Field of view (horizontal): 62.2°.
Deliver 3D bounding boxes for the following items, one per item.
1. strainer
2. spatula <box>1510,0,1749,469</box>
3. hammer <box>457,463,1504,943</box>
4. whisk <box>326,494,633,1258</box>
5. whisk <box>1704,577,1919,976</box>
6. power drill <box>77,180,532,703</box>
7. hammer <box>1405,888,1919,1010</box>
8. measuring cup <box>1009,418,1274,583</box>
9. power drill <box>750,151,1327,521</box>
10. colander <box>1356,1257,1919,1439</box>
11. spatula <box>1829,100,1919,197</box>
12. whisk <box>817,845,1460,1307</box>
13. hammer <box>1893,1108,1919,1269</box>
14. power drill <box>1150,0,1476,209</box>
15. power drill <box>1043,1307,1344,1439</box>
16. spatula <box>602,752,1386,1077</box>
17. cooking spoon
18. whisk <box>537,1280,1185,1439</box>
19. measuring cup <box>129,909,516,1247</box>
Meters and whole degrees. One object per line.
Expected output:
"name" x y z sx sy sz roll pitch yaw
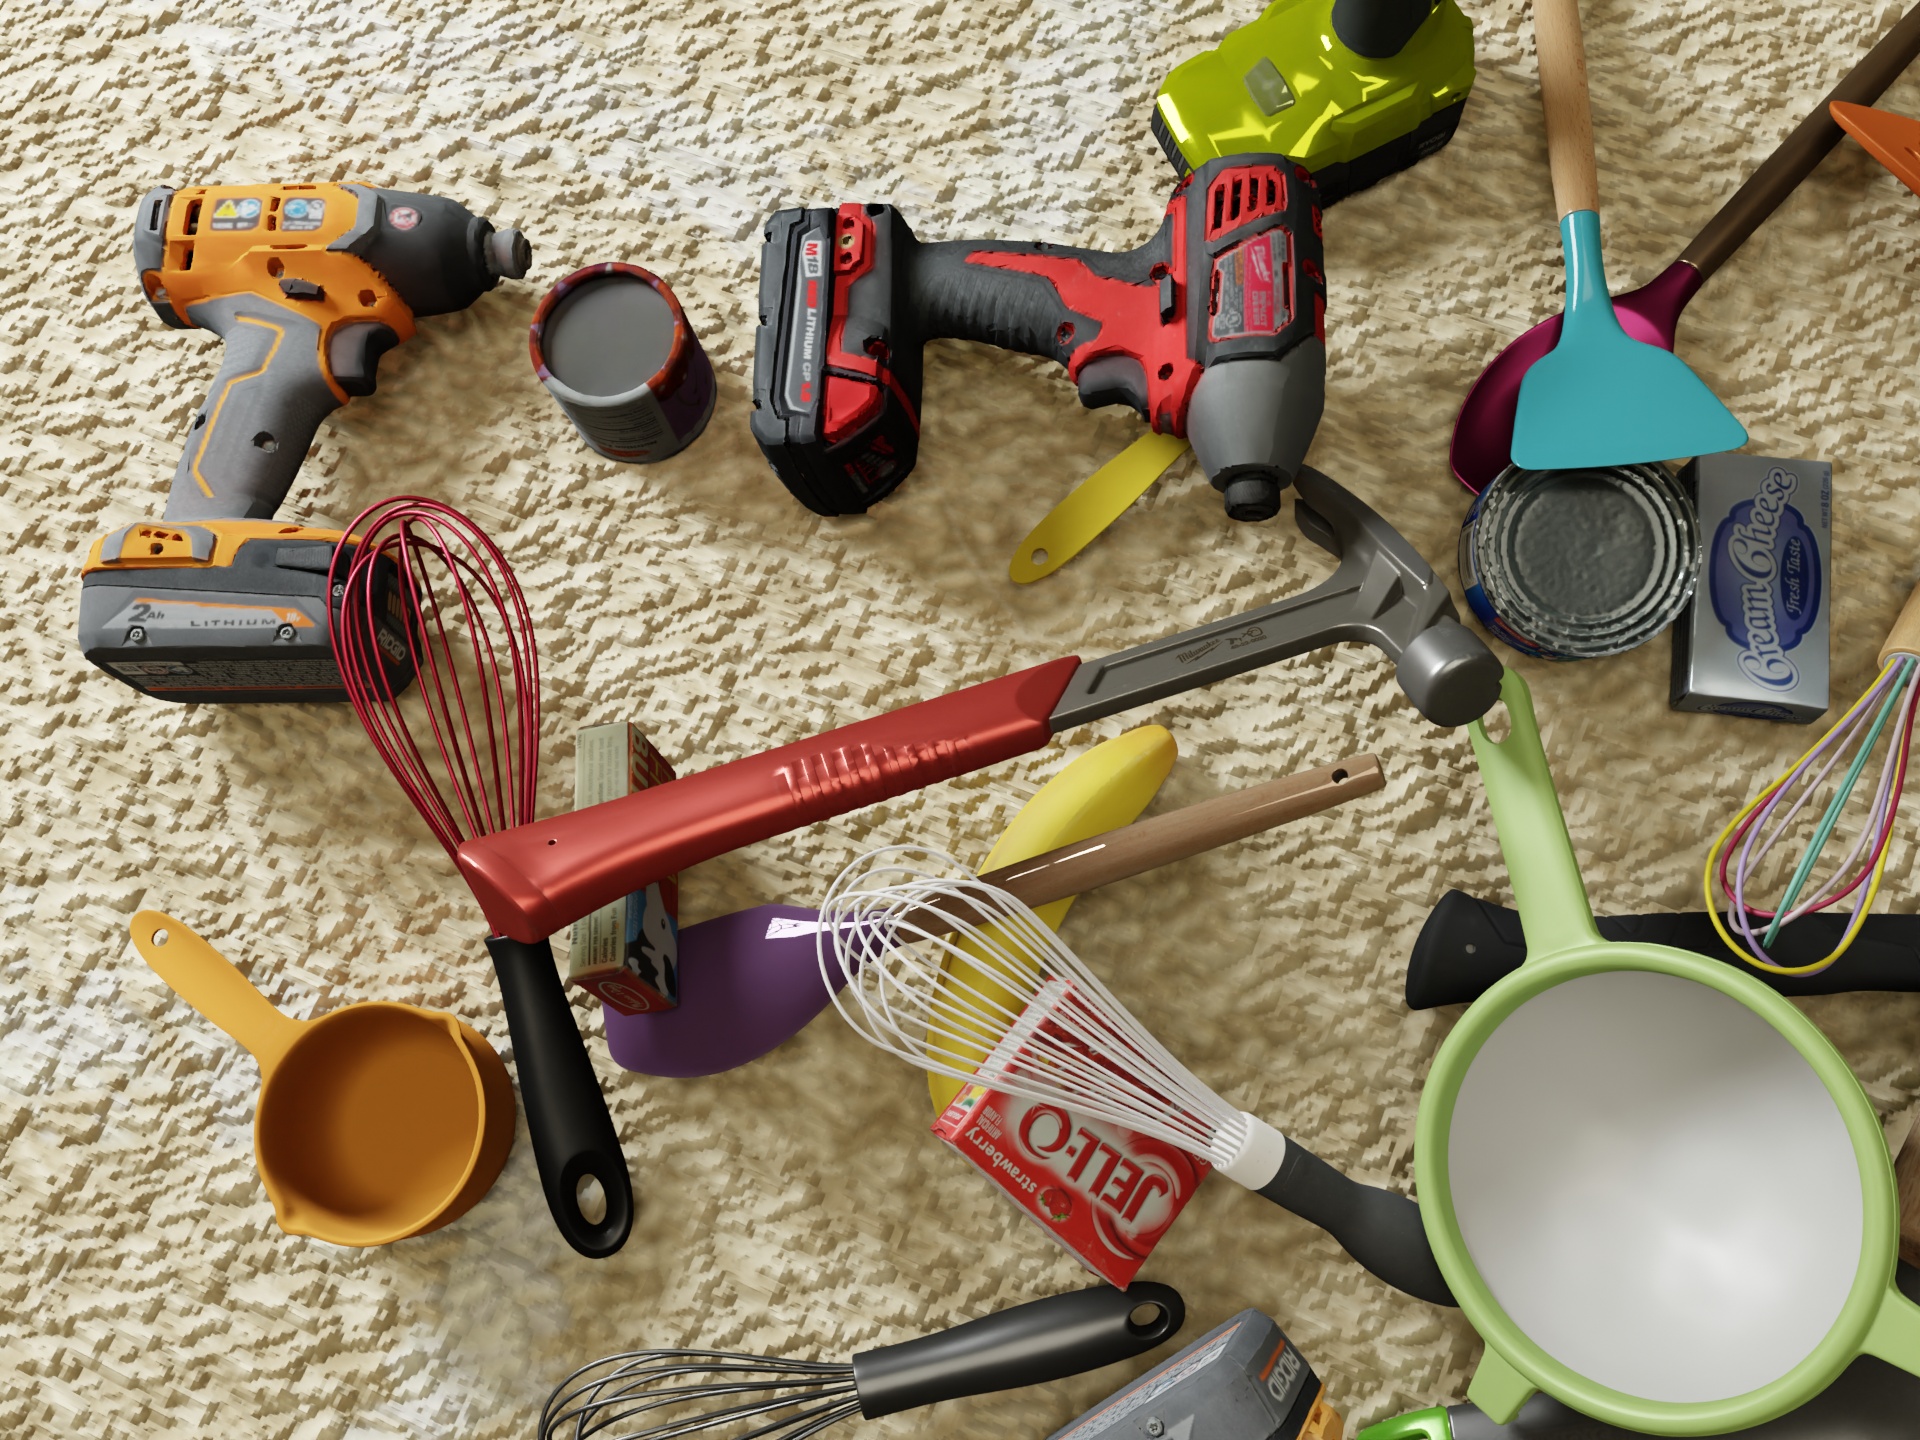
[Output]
"strainer" 0.226 0.103 0.545 0.151 0.069 0.257 -28 60 38
"spatula" 0.257 -0.235 0.659 0.082 0.044 0.318 -4 69 15
"hammer" -0.001 -0.002 0.577 0.359 0.036 0.149 -18 38 -6
"whisk" -0.171 0.060 0.594 0.073 0.073 0.296 -15 93 1
"whisk" 0.337 -0.007 0.583 0.047 0.051 0.245 19 59 40
"power drill" -0.269 -0.125 0.668 0.164 0.084 0.227 -1 72 3
"hammer" 0.334 0.091 0.583 0.335 0.035 0.146 -2 75 4
"measuring cup" 0.084 -0.107 0.665 0.156 0.029 0.062 -40 70 5
"power drill" 0.034 -0.143 0.633 0.219 0.078 0.143 -2 75 12
"colander" 0.335 0.229 0.524 0.397 0.094 0.205 -17 52 19
"spatula" 0.404 -0.105 0.611 0.081 0.041 0.323 4 74 -20
"whisk" 0.072 0.132 0.541 0.284 0.070 0.070 33 79 -14
"hammer" 0.382 0.032 0.536 0.130 0.031 0.331 34 74 1
"power drill" 0.139 -0.288 0.600 0.171 0.223 0.080 -26 75 -2
"power drill" 0.097 0.334 0.508 0.185 0.084 0.226 -40 75 17
"spatula" 0.002 0.070 0.586 0.316 0.018 0.060 -20 68 16
"cooking spoon" 0.322 -0.205 0.670 0.069 0.017 0.319 42 83 15
"whisk" -0.035 0.237 0.573 0.239 0.055 0.055 -12 75 -3
"measuring cup" -0.248 0.129 0.614 0.174 0.052 0.095 35 81 14
